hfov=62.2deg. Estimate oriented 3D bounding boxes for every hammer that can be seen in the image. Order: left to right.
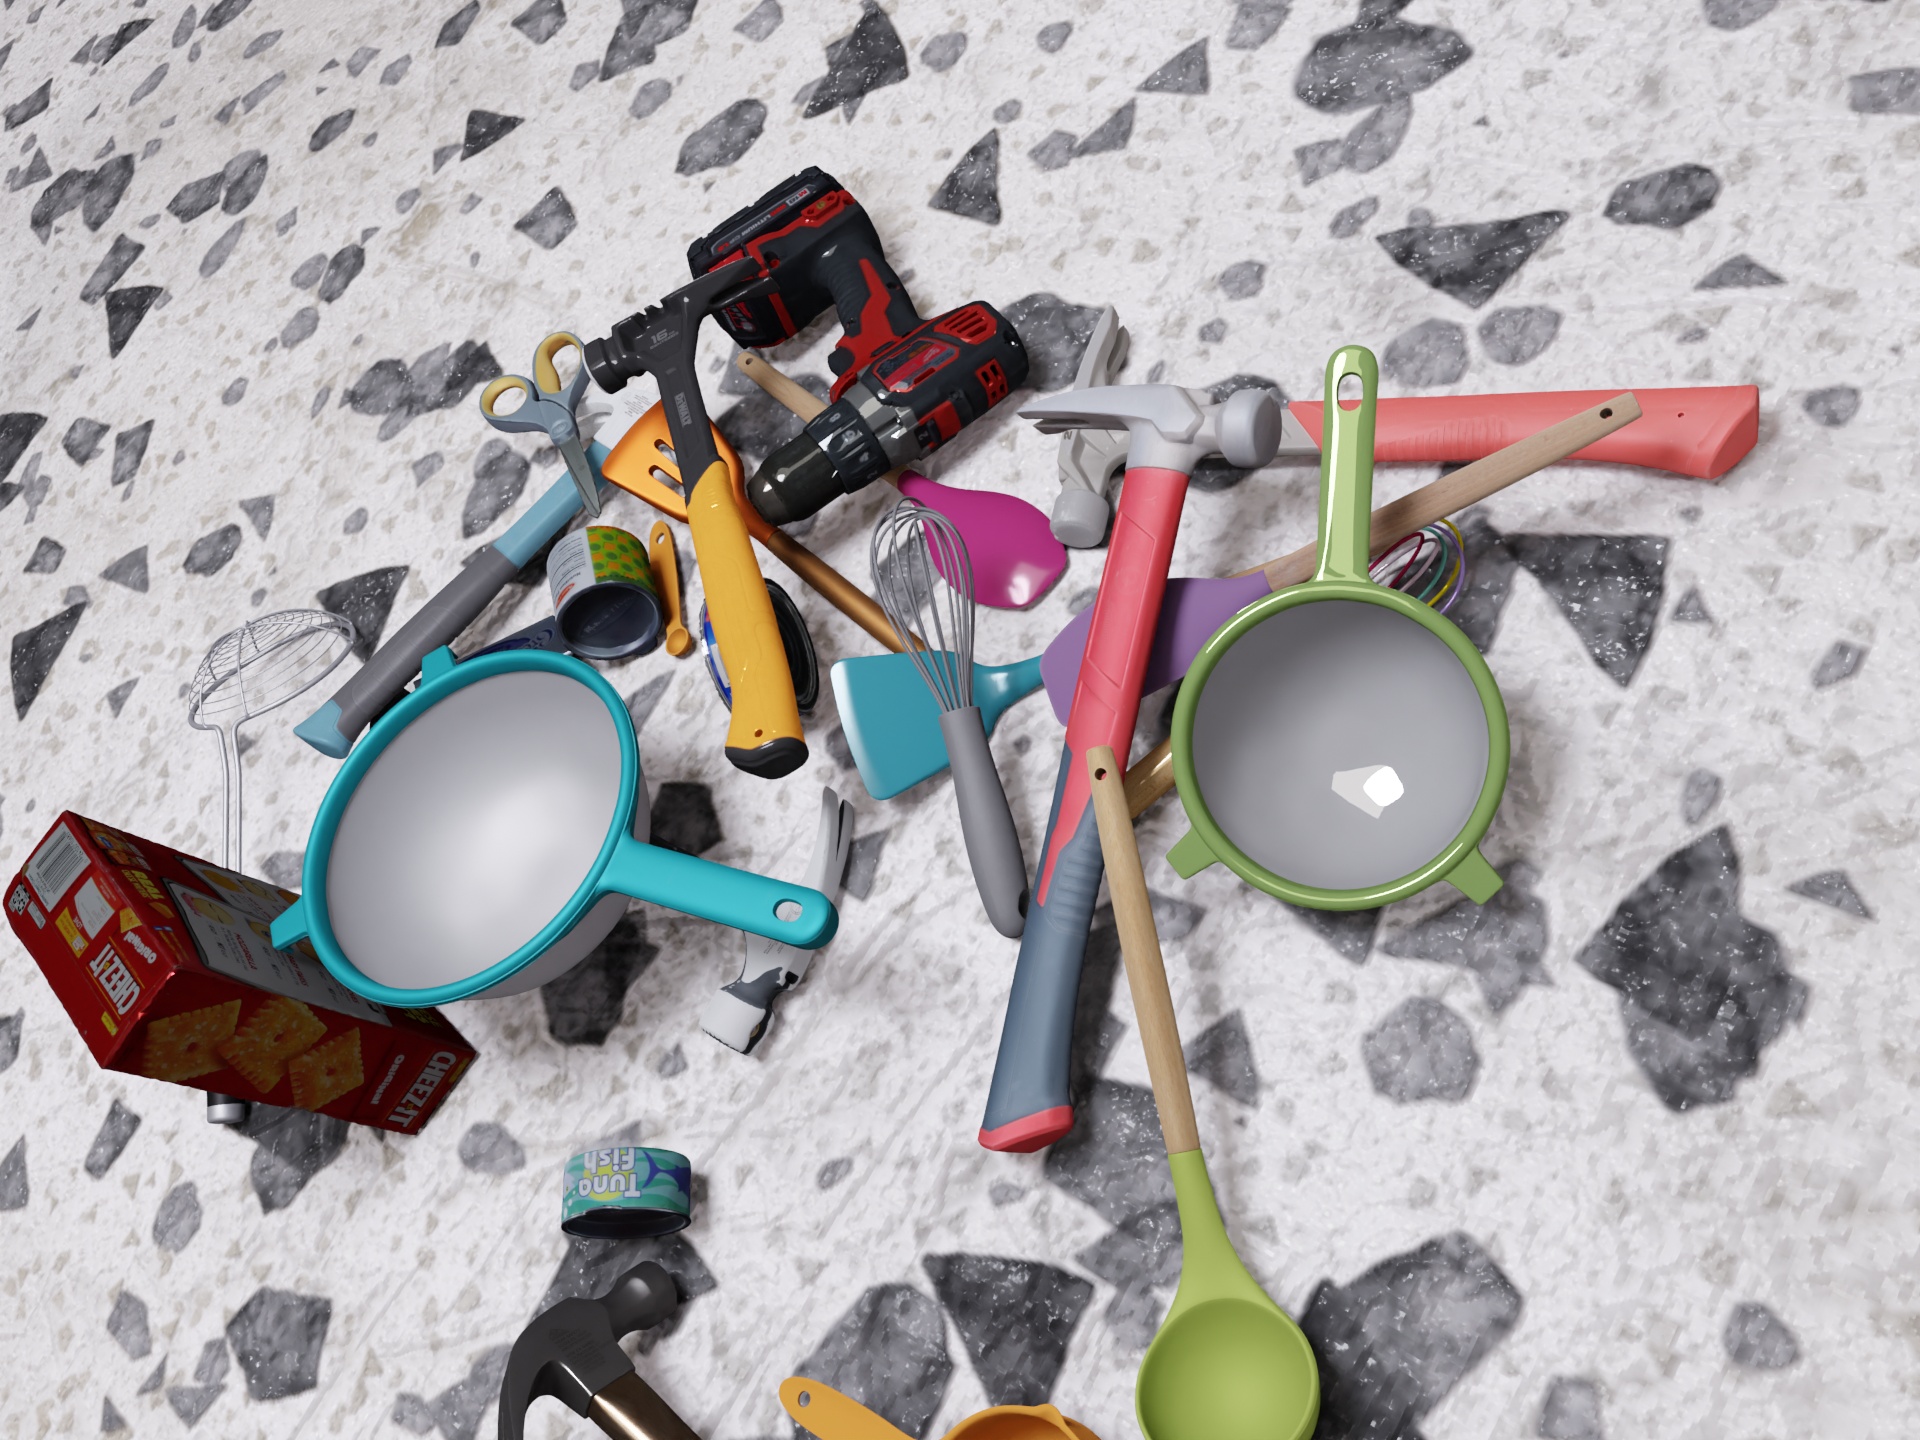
[{"bbox_3d":[-0.316,-0.100,1.071,0.331,0.033,0.128,-47,52,-10],"label":"hammer"},{"bbox_3d":[-0.234,0.052,0.973,0.409,0.036,0.149,22,76,34],"label":"hammer"},{"bbox_3d":[-0.131,-0.117,0.897,0.127,0.034,0.337,-25,59,12],"label":"hammer"},{"bbox_3d":[-0.080,0.371,0.702,0.331,0.130,0.031,30,116,27],"label":"hammer"},{"bbox_3d":[0.054,0.018,0.795,0.143,0.038,0.386,8,81,36],"label":"hammer"},{"bbox_3d":[0.222,-0.162,0.842,0.359,0.036,0.149,4,68,29],"label":"hammer"}]

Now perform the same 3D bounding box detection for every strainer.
[{"bbox_3d":[-0.196,0.083,0.858,0.340,0.095,0.211,12,66,28],"label":"strainer"},{"bbox_3d":[0.181,-0.042,0.747,0.151,0.069,0.256,3,91,20],"label":"strainer"}]

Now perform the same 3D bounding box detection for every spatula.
[{"bbox_3d":[-0.103,-0.103,0.976,0.081,0.041,0.323,-48,56,-5],"label":"spatula"},{"bbox_3d":[0.086,-0.046,0.850,0.317,0.044,0.082,-21,78,15],"label":"spatula"},{"bbox_3d":[0.174,-0.081,0.779,0.316,0.018,0.060,-26,70,24],"label":"spatula"}]

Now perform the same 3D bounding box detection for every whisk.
[{"bbox_3d":[-0.001,-0.003,0.832,0.055,0.055,0.239,-17,82,19],"label":"whisk"},{"bbox_3d":[0.150,-0.019,0.805,0.245,0.047,0.051,-40,56,9],"label":"whisk"}]

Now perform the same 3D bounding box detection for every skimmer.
[{"bbox_3d":[-0.472,0.089,1.083,0.127,0.090,0.363,-13,71,18],"label":"skimmer"}]

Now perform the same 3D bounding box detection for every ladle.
[{"bbox_3d":[0.090,0.162,0.696,0.078,0.062,0.320,-15,73,17],"label":"ladle"}]

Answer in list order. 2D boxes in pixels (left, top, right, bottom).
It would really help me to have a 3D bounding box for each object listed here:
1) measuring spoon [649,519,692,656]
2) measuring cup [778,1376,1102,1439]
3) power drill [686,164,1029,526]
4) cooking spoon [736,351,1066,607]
[{"bbox_3d":[-0.188,-0.087,1.035,0.021,0.011,0.117,-33,51,22],"label":"measuring spoon"},{"bbox_3d":[-0.003,0.333,0.703,0.174,0.052,0.095,14,73,34],"label":"measuring cup"},{"bbox_3d":[-0.087,-0.231,0.998,0.188,0.080,0.227,-36,56,-5],"label":"power drill"},{"bbox_3d":[-0.050,-0.162,0.993,0.069,0.017,0.319,-47,54,-3],"label":"cooking spoon"}]
